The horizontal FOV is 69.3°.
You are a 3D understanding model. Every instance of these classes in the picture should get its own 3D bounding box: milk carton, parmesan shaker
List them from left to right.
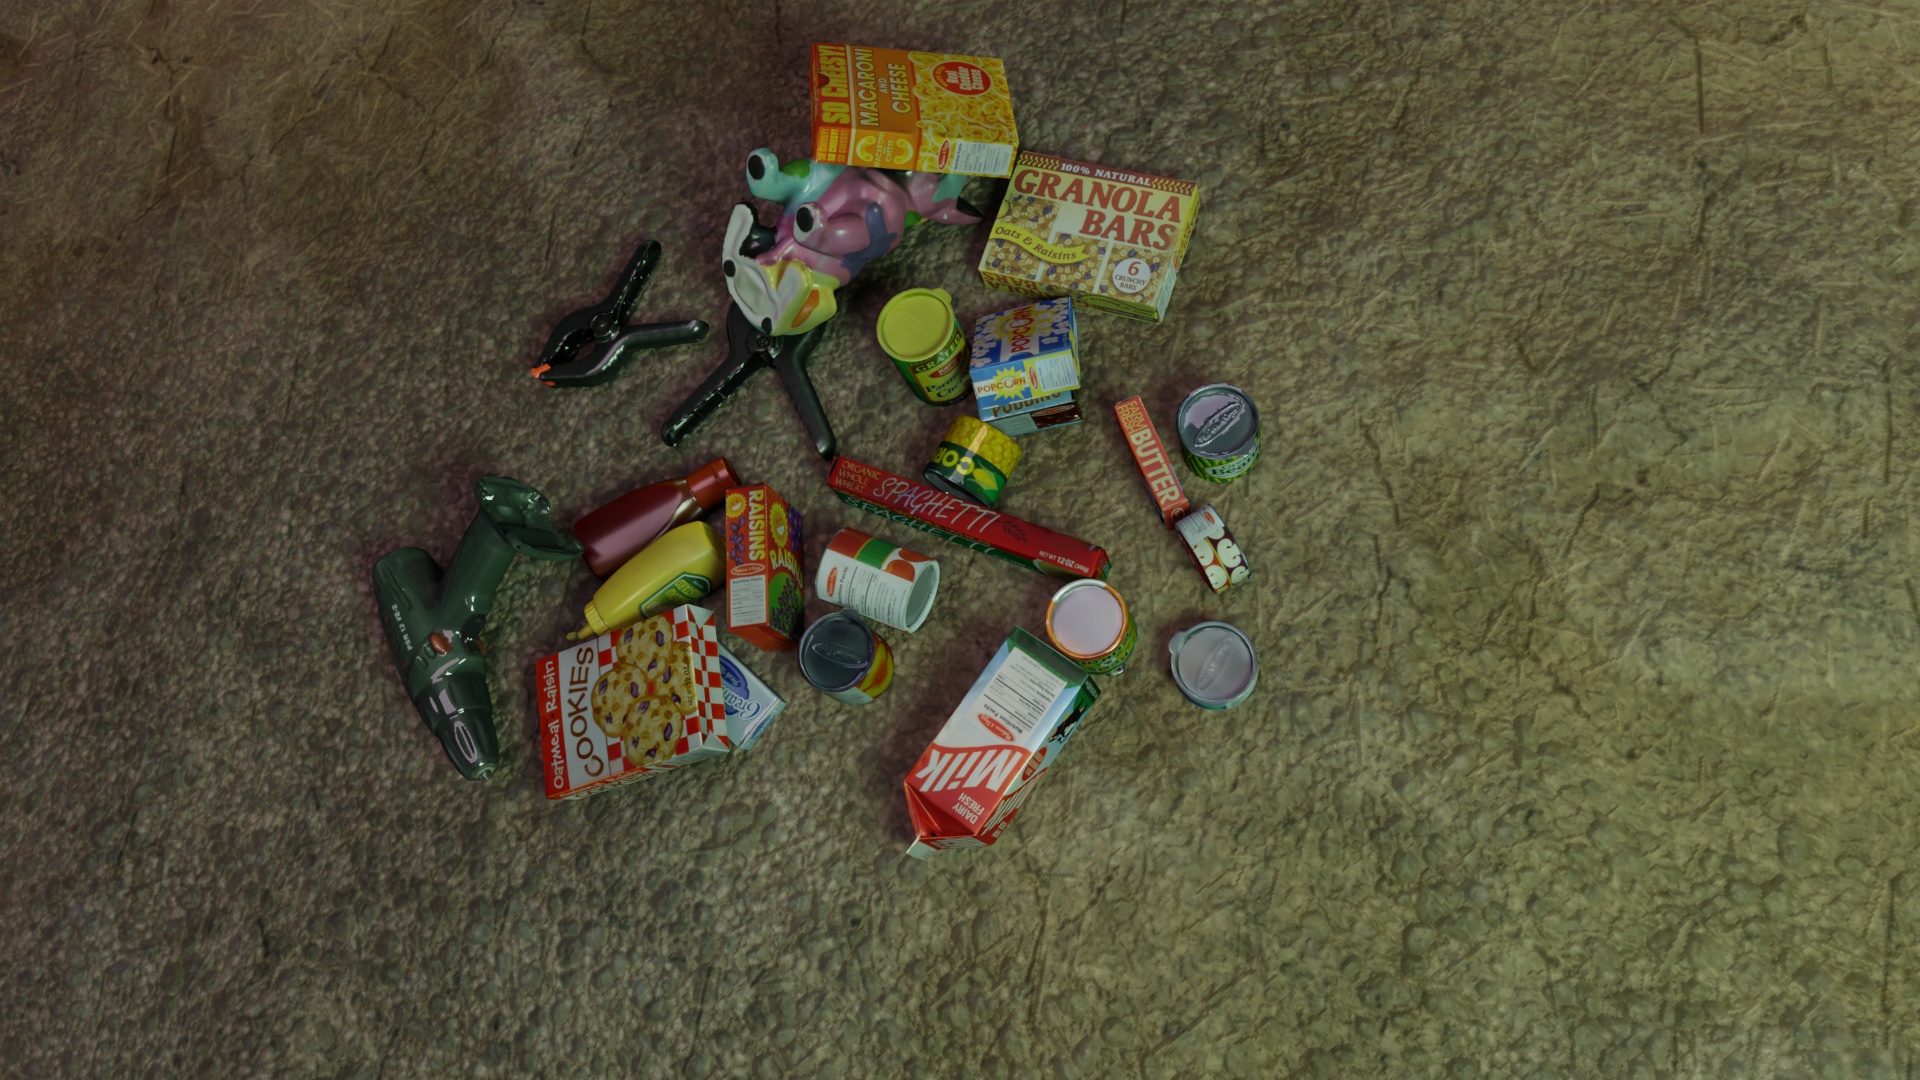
[{"bbox_3d":[-0.023,-0.165,1.186,0.071,0.103,0.071,-4,72,13],"label":"parmesan shaker"},{"bbox_3d":[0.023,0.169,1.083,0.073,0.072,0.191,33,82,21],"label":"milk carton"}]

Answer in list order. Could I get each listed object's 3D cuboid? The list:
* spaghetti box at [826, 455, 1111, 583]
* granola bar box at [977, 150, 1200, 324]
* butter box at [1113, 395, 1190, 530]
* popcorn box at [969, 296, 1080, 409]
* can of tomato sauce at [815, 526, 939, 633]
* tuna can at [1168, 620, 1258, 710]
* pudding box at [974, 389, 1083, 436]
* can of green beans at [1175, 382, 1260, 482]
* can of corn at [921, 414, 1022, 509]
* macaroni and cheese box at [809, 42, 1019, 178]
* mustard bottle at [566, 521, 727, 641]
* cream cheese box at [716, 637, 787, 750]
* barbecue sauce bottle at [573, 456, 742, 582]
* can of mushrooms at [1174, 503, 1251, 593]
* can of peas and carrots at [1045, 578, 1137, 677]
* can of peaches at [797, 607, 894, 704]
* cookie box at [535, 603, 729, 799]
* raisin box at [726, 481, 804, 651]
[{"bbox_3d":[0.004,-0.015,1.159,0.250,0.050,0.029,20,77,19],"label":"spaghetti box"},{"bbox_3d":[0.113,-0.268,1.221,0.165,0.039,0.124,15,76,18],"label":"granola bar box"},{"bbox_3d":[0.157,-0.063,1.136,0.024,0.053,0.104,-23,69,4],"label":"butter box"},{"bbox_3d":[0.055,-0.158,1.162,0.085,0.038,0.127,-11,27,10],"label":"popcorn box"},{"bbox_3d":[-0.067,0.032,1.154,0.083,0.071,0.071,20,78,18],"label":"can of tomato sauce"},{"bbox_3d":[0.196,0.097,1.085,0.071,0.032,0.071,-4,71,12],"label":"tuna can"},{"bbox_3d":[0.059,-0.113,1.178,0.084,0.049,0.030,-11,72,11],"label":"pudding box"},{"bbox_3d":[0.210,-0.086,1.128,0.071,0.057,0.071,-4,71,12],"label":"can of green beans"},{"bbox_3d":[0.009,-0.066,1.163,0.071,0.071,0.058,27,80,20],"label":"can of corn"},{"bbox_3d":[-0.041,-0.365,1.173,0.167,0.040,0.124,2,51,-11],"label":"macaroni and cheese box"},{"bbox_3d":[-0.273,0.046,1.202,0.160,0.065,0.049,-34,59,7],"label":"mustard bottle"},{"bbox_3d":[-0.201,0.124,1.177,0.104,0.024,0.053,39,87,22],"label":"cream cheese box"},{"bbox_3d":[-0.266,-0.023,1.231,0.148,0.043,0.065,-29,68,2],"label":"barbecue sauce bottle"},{"bbox_3d":[0.200,0.009,1.097,0.033,0.071,0.071,-30,68,3],"label":"can of mushrooms"},{"bbox_3d":[0.105,0.071,1.102,0.071,0.058,0.071,-4,72,13],"label":"can of peas and carrots"},{"bbox_3d":[-0.092,0.096,1.142,0.071,0.058,0.071,-4,71,13],"label":"can of peaches"},{"bbox_3d":[-0.278,0.137,1.162,0.167,0.040,0.123,-20,68,23],"label":"cookie box"},{"bbox_3d":[-0.164,0.024,1.168,0.040,0.086,0.124,-8,71,13],"label":"raisin box"}]
